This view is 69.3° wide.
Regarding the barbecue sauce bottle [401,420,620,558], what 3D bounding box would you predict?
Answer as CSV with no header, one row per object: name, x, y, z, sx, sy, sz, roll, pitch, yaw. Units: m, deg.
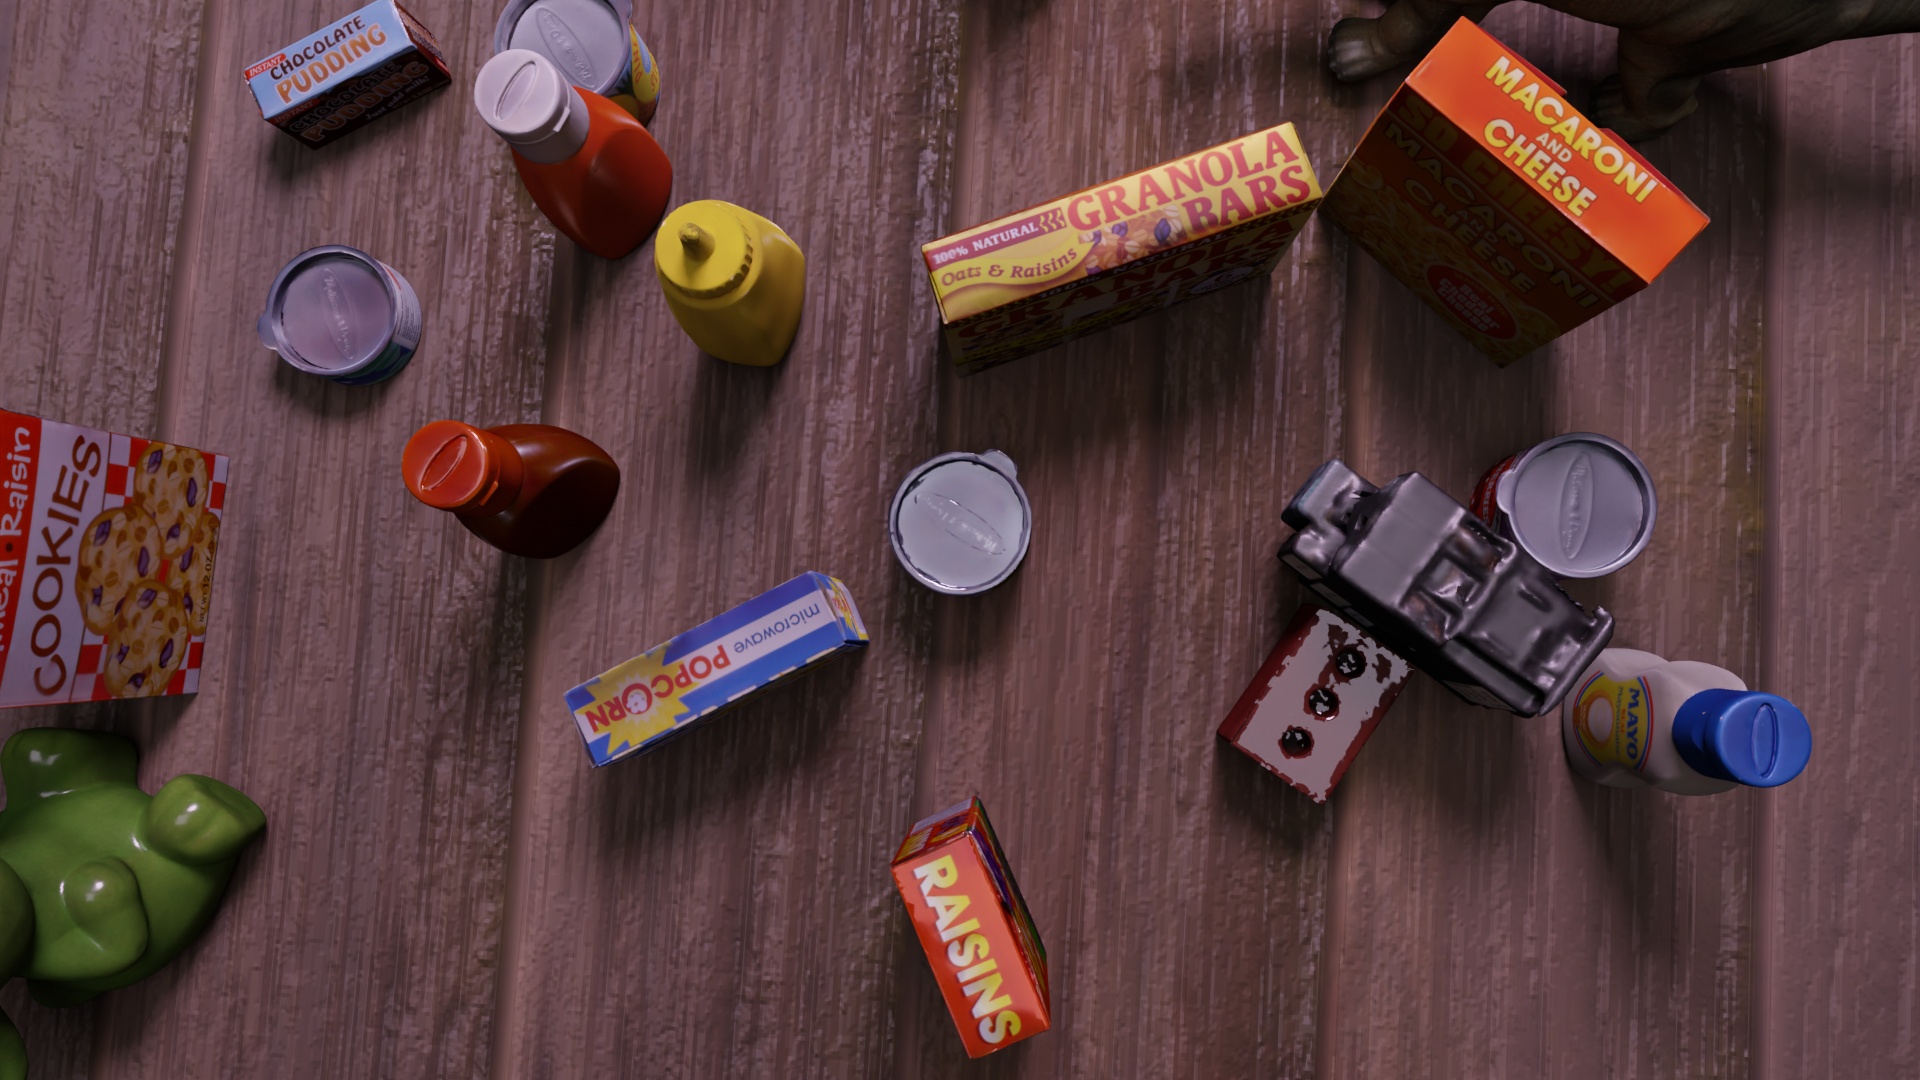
barbecue sauce bottle,-0.201,-0.025,0.626,0.044,0.148,0.065,38,89,4

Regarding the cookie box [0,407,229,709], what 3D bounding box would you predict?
cookie box,-0.400,0.010,0.623,0.040,0.167,0.123,6,86,3

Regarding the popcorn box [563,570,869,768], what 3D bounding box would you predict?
popcorn box,-0.109,0.059,0.647,0.127,0.085,0.038,-26,85,1

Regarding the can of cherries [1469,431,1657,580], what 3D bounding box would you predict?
can of cherries,0.277,-0.015,0.649,0.071,0.058,0.071,0,86,3

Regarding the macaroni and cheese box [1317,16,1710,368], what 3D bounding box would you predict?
macaroni and cheese box,0.230,-0.144,0.607,0.124,0.166,0.040,42,89,5

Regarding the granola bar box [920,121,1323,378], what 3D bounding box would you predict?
granola bar box,0.068,-0.129,0.634,0.165,0.124,0.039,-18,86,1

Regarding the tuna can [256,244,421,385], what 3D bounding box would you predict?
tuna can,-0.310,-0.111,0.696,0.071,0.033,0.071,0,86,3

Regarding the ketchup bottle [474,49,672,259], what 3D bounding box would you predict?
ketchup bottle,-0.175,-0.177,0.637,0.043,0.149,0.065,30,88,4

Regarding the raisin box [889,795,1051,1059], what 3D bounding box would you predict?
raisin box,0.007,0.166,0.615,0.040,0.123,0.086,-23,85,1

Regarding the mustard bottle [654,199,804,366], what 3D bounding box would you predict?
mustard bottle,-0.105,-0.120,0.623,0.049,0.160,0.065,13,87,4

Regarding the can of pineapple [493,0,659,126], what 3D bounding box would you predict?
can of pineapple,-0.186,-0.235,0.687,0.071,0.058,0.071,0,86,3

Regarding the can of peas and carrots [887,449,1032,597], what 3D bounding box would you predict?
can of peas and carrots,0.002,-0.008,0.661,0.071,0.058,0.071,0,86,3

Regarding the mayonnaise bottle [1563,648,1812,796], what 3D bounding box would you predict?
mayonnaise bottle,0.306,0.079,0.595,0.041,0.148,0.065,4,86,3

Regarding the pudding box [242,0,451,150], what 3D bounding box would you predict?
pudding box,-0.306,-0.234,0.697,0.084,0.049,0.030,-27,85,0
